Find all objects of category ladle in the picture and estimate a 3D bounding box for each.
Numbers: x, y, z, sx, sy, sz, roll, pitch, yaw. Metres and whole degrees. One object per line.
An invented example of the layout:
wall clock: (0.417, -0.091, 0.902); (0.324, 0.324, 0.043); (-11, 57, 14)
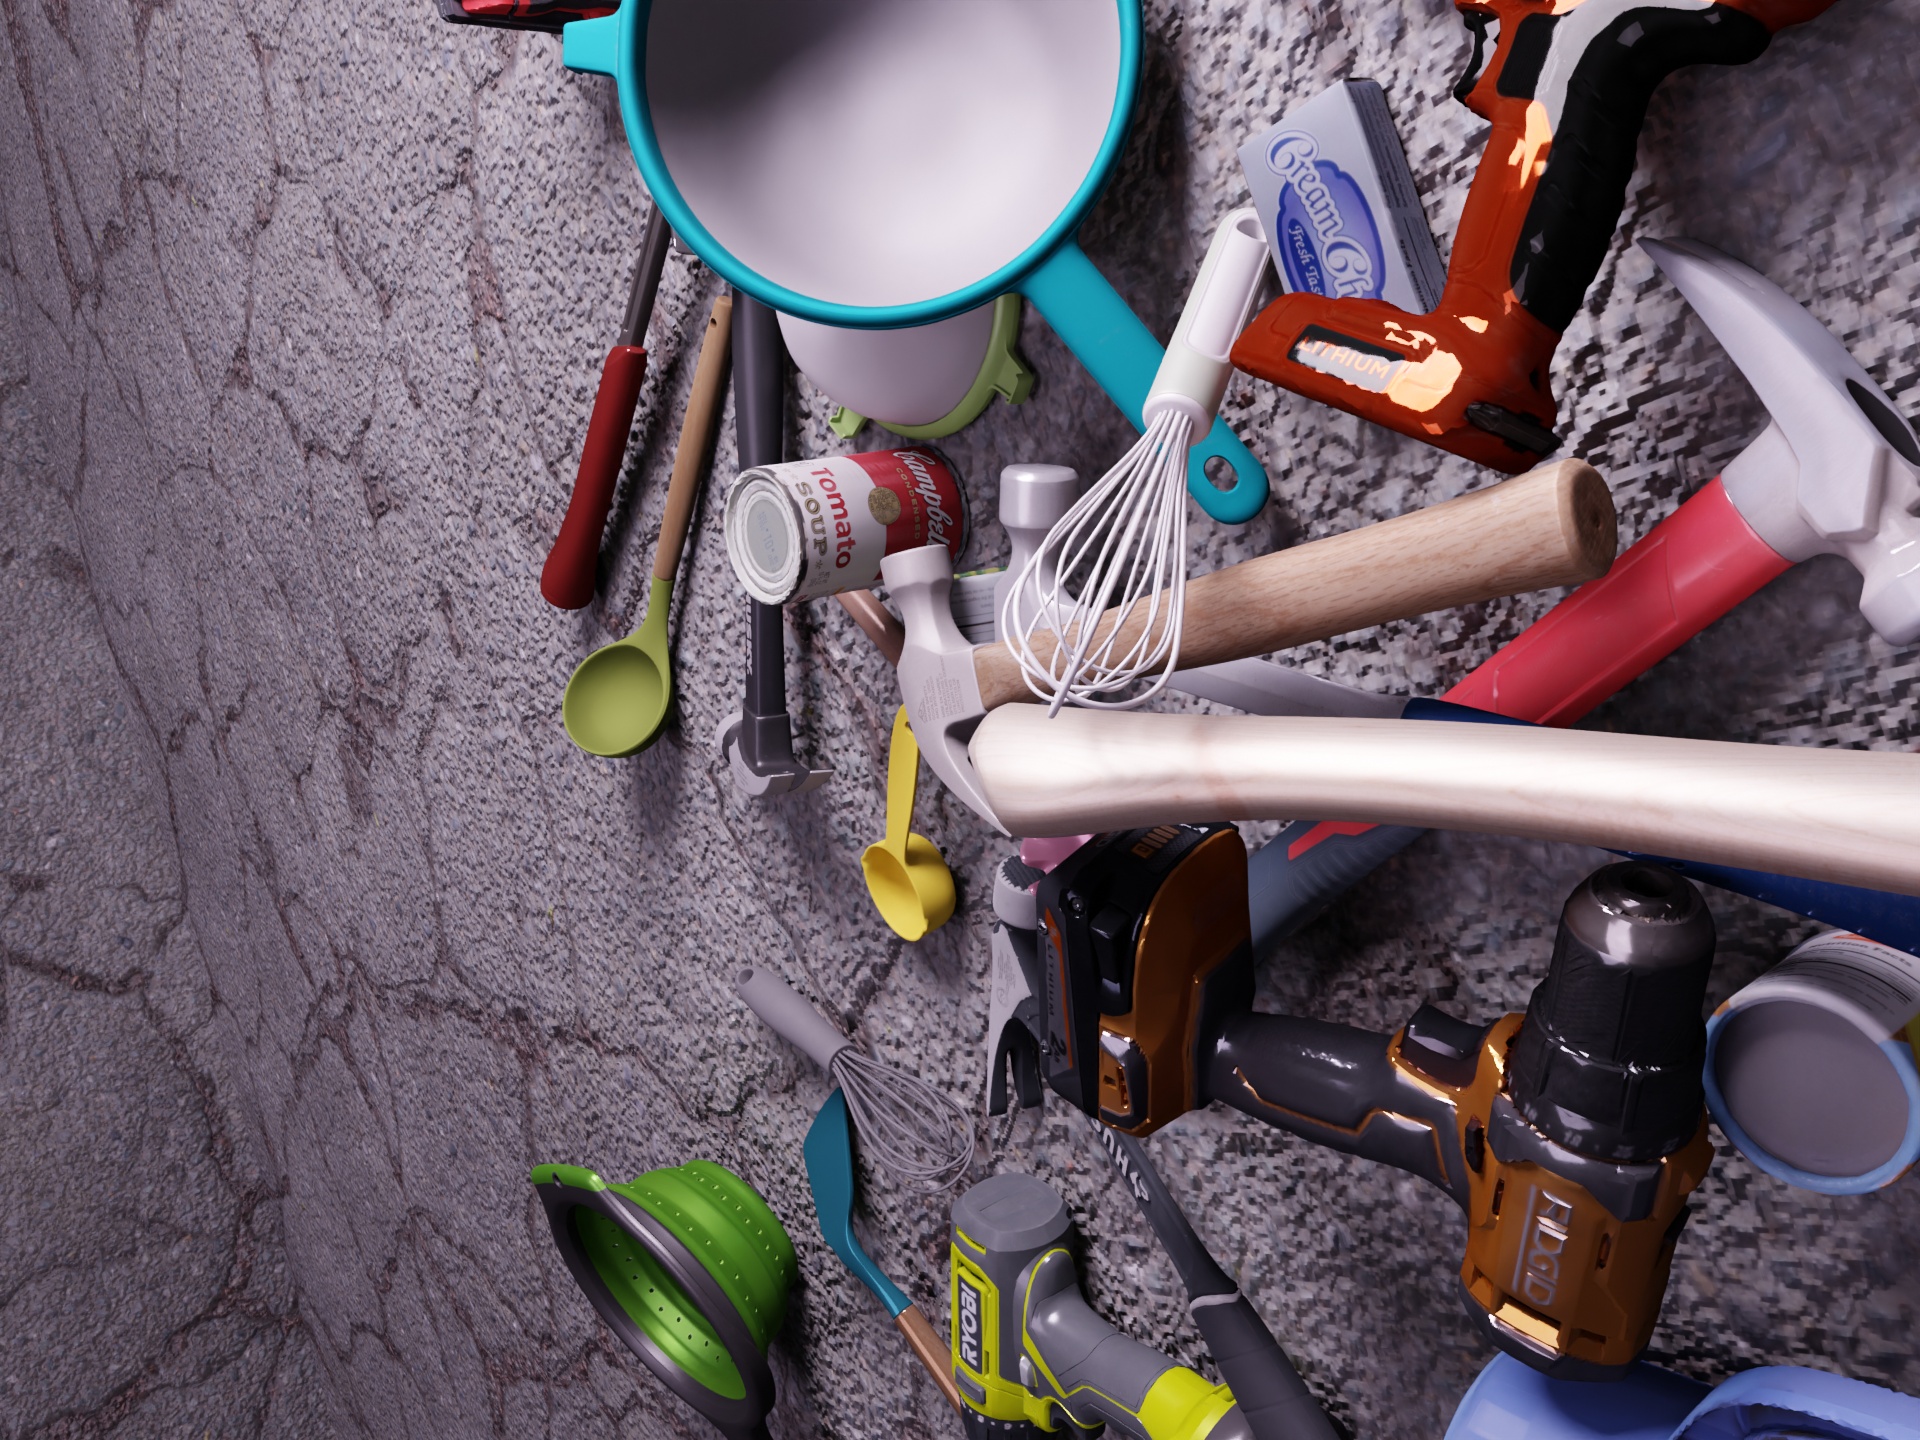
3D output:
ladle: (-0.186, -0.109, 0.975); (0.078, 0.062, 0.320); (39, 128, 26)

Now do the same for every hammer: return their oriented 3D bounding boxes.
hammer: (0.169, 0.004, 0.593); (0.143, 0.038, 0.386); (61, 140, 18)
hammer: (-0.207, -0.190, 0.966); (0.358, 0.036, 0.149); (119, 142, -45)
hammer: (0.096, 0.232, 0.667); (0.409, 0.036, 0.149); (-124, 33, -51)
hammer: (0.149, 0.007, 0.559); (0.406, 0.035, 0.144); (22, 116, 48)
hammer: (0.179, 0.012, 0.445); (0.411, 0.146, 0.038); (4, 145, 38)
hammer: (-0.108, -0.119, 0.871); (0.146, 0.035, 0.334); (-147, 55, -65)
hammer: (0.081, -0.031, 0.579); (0.331, 0.031, 0.130); (-13, 89, 52)

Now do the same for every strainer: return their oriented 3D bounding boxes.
strainer: (0.013, -0.217, 0.664); (0.211, 0.095, 0.340); (-40, 91, 11)
strainer: (-0.053, -0.257, 0.748); (0.151, 0.069, 0.256); (2, 105, 51)

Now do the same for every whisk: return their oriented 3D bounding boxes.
whisk: (0.072, -0.099, 0.549); (0.058, 0.246, 0.059); (23, 147, 1)
whisk: (-0.072, 0.206, 0.953); (0.239, 0.055, 0.055); (29, 124, 47)

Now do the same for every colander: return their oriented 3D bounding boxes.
colander: (-0.138, 0.437, 1.093); (0.204, 0.094, 0.397); (-17, 107, 51)

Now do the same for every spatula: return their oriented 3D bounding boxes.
spatula: (-0.010, 0.369, 0.951); (0.318, 0.044, 0.082); (49, 135, 22)

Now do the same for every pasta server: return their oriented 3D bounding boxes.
pasta server: (-0.001, -0.003, 0.799); (0.060, 0.040, 0.316); (-46, 58, 7)

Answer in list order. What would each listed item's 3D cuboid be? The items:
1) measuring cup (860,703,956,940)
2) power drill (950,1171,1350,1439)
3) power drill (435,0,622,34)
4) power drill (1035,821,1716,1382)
measuring cup: (-0.022, 0.050, 0.831); (0.062, 0.029, 0.156); (42, 141, 36)
power drill: (0.077, 0.360, 0.798); (0.229, 0.080, 0.190); (21, 118, 49)
power drill: (-0.182, -0.399, 0.801); (0.220, 0.143, 0.078); (20, 115, 48)
power drill: (0.135, 0.099, 0.536); (0.226, 0.084, 0.185); (22, 130, 35)
